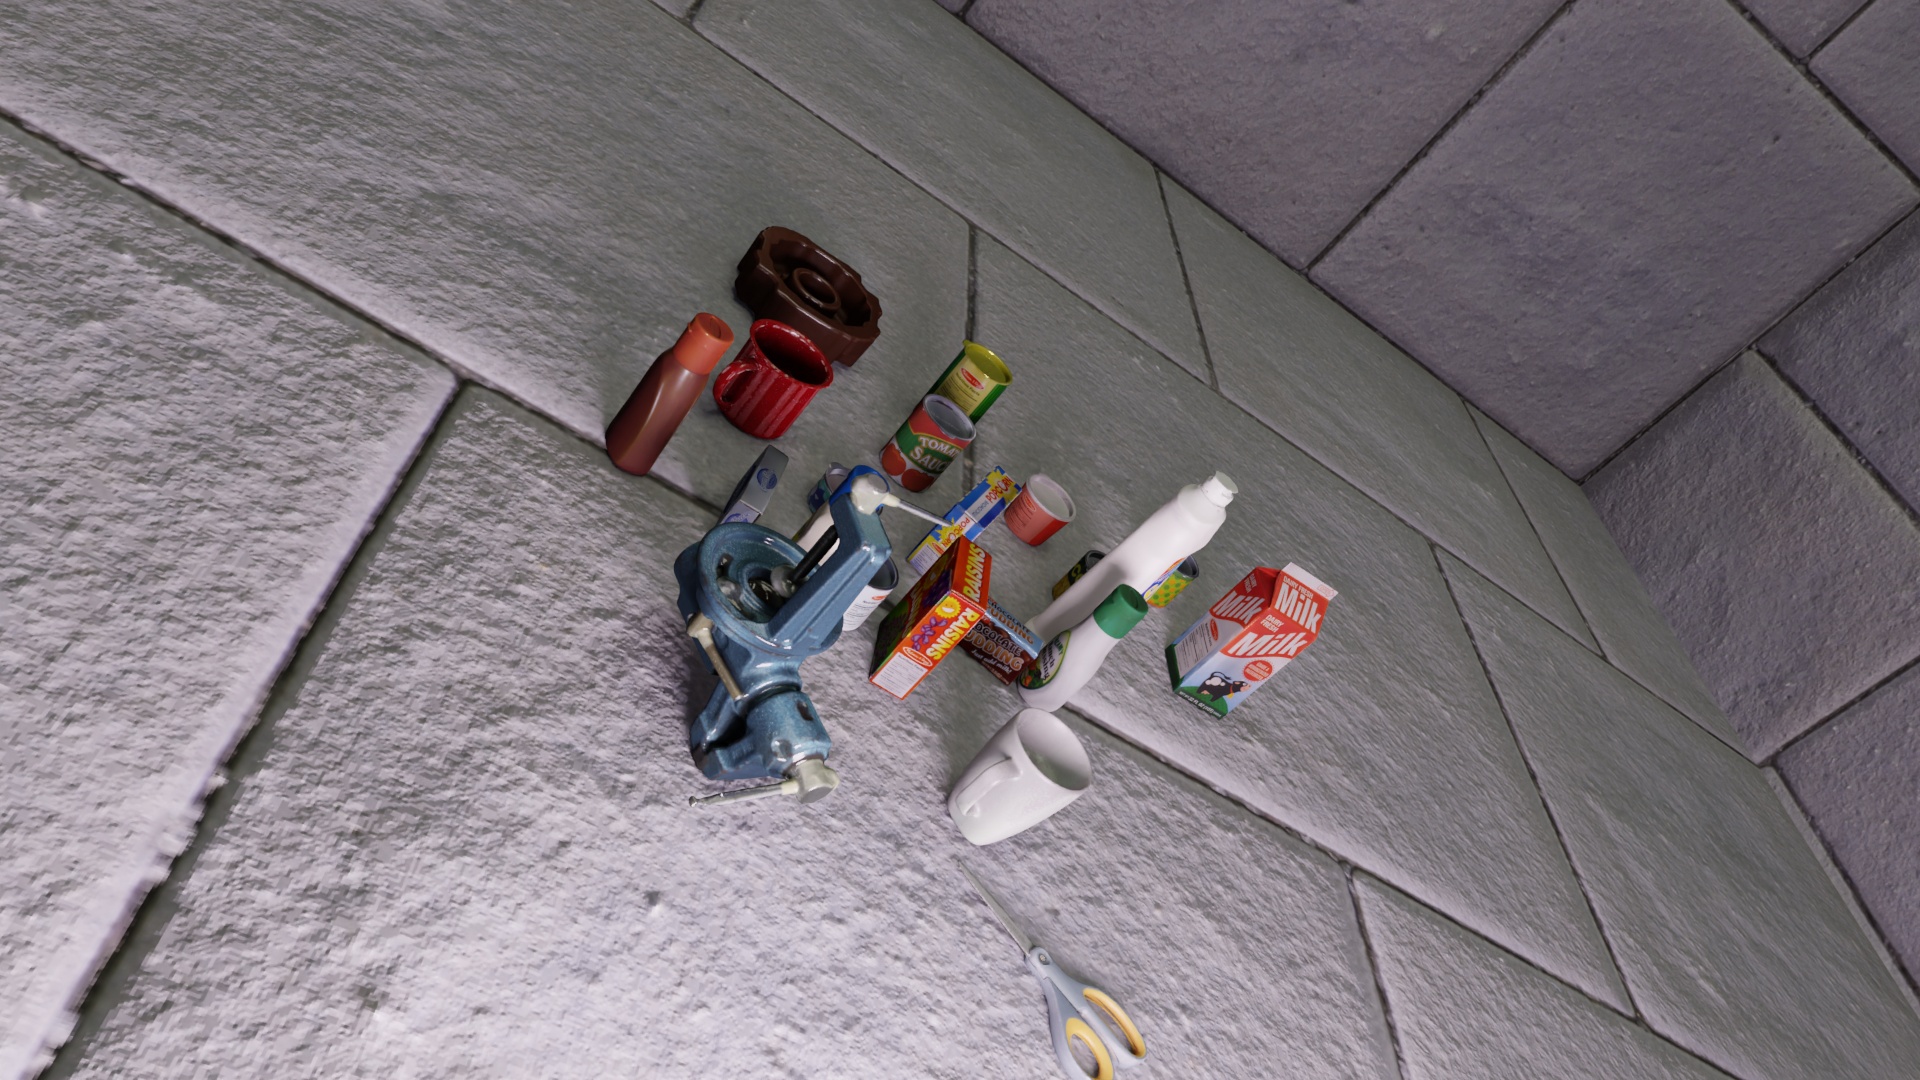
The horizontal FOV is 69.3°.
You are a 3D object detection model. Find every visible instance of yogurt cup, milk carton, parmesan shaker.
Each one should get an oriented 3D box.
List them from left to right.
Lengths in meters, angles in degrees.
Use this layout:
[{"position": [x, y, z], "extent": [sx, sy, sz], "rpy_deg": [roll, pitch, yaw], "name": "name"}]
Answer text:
[{"position": [0.000, -0.164, 1.554], "extent": [0.071, 0.102, 0.072], "rpy_deg": [31, 30, -20], "name": "parmesan shaker"}, {"position": [0.085, -0.031, 1.530], "extent": [0.072, 0.053, 0.073], "rpy_deg": [31, 31, -20], "name": "yogurt cup"}, {"position": [0.312, 0.099, 1.491], "extent": [0.072, 0.189, 0.074], "rpy_deg": [30, 31, -21], "name": "milk carton"}]

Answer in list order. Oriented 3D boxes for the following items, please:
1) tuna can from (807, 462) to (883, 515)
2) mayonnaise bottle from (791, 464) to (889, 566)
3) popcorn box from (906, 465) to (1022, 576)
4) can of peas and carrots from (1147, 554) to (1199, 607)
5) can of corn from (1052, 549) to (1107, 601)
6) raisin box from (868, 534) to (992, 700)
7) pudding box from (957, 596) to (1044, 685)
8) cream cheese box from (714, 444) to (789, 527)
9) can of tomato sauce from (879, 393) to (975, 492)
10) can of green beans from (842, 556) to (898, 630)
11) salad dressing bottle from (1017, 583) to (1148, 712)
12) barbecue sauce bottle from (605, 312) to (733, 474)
[{"position": [-0.111, -0.038, 1.319], "extent": [0.071, 0.032, 0.071], "rpy_deg": [31, 31, -20], "name": "tuna can"}, {"position": [-0.114, -0.001, 1.145], "extent": [0.041, 0.147, 0.065], "rpy_deg": [38, 29, -8], "name": "mayonnaise bottle"}, {"position": [0.005, -0.017, 1.380], "extent": [0.038, 0.085, 0.127], "rpy_deg": [43, 28, 1], "name": "popcorn box"}, {"position": [0.233, 0.036, 1.616], "extent": [0.071, 0.058, 0.071], "rpy_deg": [31, 30, -20], "name": "can of peas and carrots"}, {"position": [0.139, 0.053, 1.477], "extent": [0.071, 0.058, 0.071], "rpy_deg": [31, 30, -20], "name": "can of corn"}, {"position": [-0.026, 0.065, 1.190], "extent": [0.040, 0.123, 0.086], "rpy_deg": [34, 29, -15], "name": "raisin box"}, {"position": [0.031, 0.090, 1.303], "extent": [0.083, 0.049, 0.030], "rpy_deg": [40, 28, -4], "name": "pudding box"}, {"position": [-0.183, -0.037, 1.207], "extent": [0.024, 0.053, 0.104], "rpy_deg": [35, 29, -13], "name": "cream cheese box"}, {"position": [-0.035, -0.099, 1.444], "extent": [0.071, 0.082, 0.071], "rpy_deg": [31, 30, -20], "name": "can of tomato sauce"}, {"position": [-0.097, 0.036, 1.210], "extent": [0.071, 0.057, 0.071], "rpy_deg": [31, 30, -20], "name": "can of green beans"}, {"position": [0.114, 0.100, 1.290], "extent": [0.044, 0.147, 0.064], "rpy_deg": [31, 30, -20], "name": "salad dressing bottle"}, {"position": [-0.242, -0.125, 1.155], "extent": [0.043, 0.148, 0.065], "rpy_deg": [21, 35, -34], "name": "barbecue sauce bottle"}]
